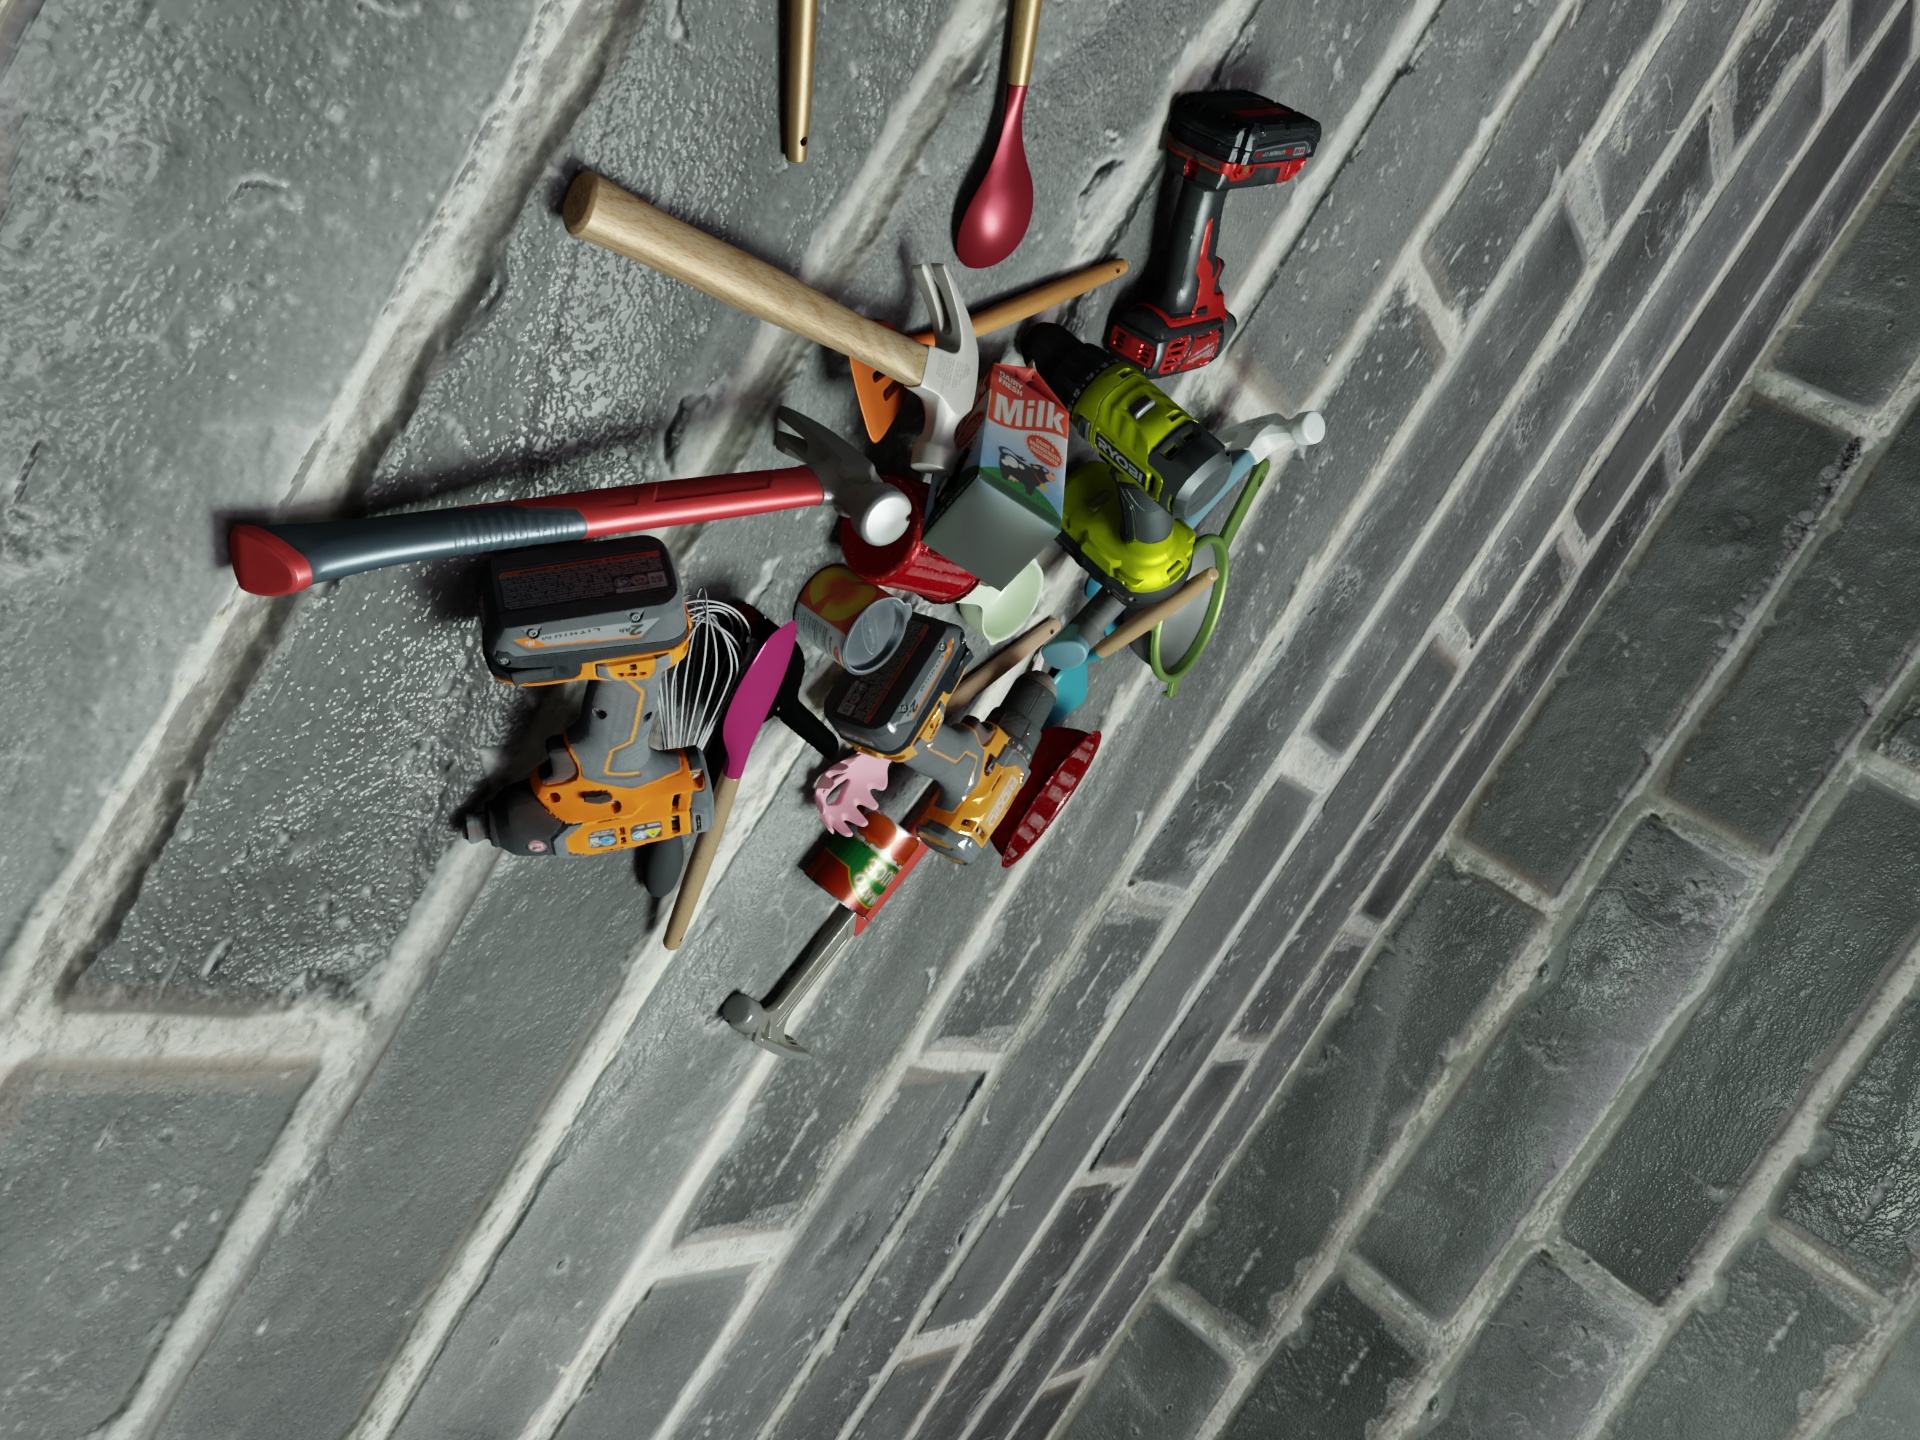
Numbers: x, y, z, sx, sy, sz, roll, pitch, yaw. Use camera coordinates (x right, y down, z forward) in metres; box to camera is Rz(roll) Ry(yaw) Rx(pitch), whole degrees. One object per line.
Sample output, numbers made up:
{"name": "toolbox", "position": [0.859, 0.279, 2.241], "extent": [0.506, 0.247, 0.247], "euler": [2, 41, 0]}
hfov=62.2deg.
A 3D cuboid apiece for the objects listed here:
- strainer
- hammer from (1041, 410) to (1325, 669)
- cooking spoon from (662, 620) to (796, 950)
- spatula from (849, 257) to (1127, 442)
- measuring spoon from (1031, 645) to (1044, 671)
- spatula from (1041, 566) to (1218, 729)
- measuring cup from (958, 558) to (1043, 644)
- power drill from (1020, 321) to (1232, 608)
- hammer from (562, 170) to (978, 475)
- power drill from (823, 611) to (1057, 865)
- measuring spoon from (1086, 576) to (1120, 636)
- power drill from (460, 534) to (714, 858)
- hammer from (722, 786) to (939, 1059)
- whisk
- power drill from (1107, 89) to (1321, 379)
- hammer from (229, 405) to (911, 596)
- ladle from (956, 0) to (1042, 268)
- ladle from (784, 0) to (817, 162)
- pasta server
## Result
{"name": "strainer", "position": [0.224, -0.161, 1.564], "extent": [0.256, 0.069, 0.151], "euler": [-61, 152, -17]}
{"name": "hammer", "position": [0.187, -0.164, 1.419], "extent": [0.331, 0.128, 0.033], "euler": [-47, 116, -22]}
{"name": "cooking spoon", "position": [-0.174, 0.057, 1.168], "extent": [0.069, 0.017, 0.318], "euler": [-43, 162, -54]}
{"name": "spatula", "position": [0.026, -0.291, 1.159], "extent": [0.322, 0.041, 0.081], "euler": [-32, 120, -37]}
{"name": "measuring spoon", "position": [0.054, -0.015, 1.508], "extent": [0.034, 0.018, 0.124], "euler": [-13, 125, -68]}
{"name": "spatula", "position": [0.150, -0.066, 1.460], "extent": [0.082, 0.044, 0.317], "euler": [-34, 178, -31]}
{"name": "measuring cup", "position": [0.006, -0.111, 1.318], "extent": [0.167, 0.038, 0.083], "euler": [6, 115, -55]}
{"name": "power drill", "position": [0.122, -0.203, 1.273], "extent": [0.080, 0.191, 0.228], "euler": [-41, 161, -13]}
{"name": "hammer", "position": [-0.101, -0.257, 0.977], "extent": [0.331, 0.031, 0.130], "euler": [14, 87, -50]}
{"name": "power drill", "position": [-0.002, -0.004, 1.330], "extent": [0.185, 0.084, 0.226], "euler": [-58, 142, -17]}
{"name": "measuring spoon", "position": [0.149, -0.107, 1.540], "extent": [0.042, 0.021, 0.128], "euler": [-46, 149, -15]}
{"name": "power drill", "position": [-0.244, 0.000, 1.005], "extent": [0.164, 0.084, 0.226], "euler": [-10, 136, -15]}
{"name": "hammer", "position": [-0.072, 0.157, 1.475], "extent": [0.359, 0.037, 0.149], "euler": [-51, 150, -6]}
{"name": "whisk", "position": [-0.201, 0.027, 1.140], "extent": [0.070, 0.070, 0.284], "euler": [-25, 144, -41]}
{"name": "power drill", "position": [0.203, -0.387, 1.288], "extent": [0.143, 0.079, 0.219], "euler": [-23, 140, -43]}
{"name": "hammer", "position": [-0.224, -0.128, 0.931], "extent": [0.386, 0.143, 0.038], "euler": [-13, 130, -35]}
{"name": "ladle", "position": [0.041, -0.446, 1.044], "extent": [0.069, 0.031, 0.315], "euler": [-28, 139, -40]}
{"name": "ladle", "position": [-0.074, -0.448, 0.845], "extent": [0.078, 0.062, 0.320], "euler": [-29, 144, -34]}
{"name": "pasta server", "position": [-0.014, -0.005, 1.393], "extent": [0.316, 0.040, 0.060], "euler": [-38, 128, -30]}
